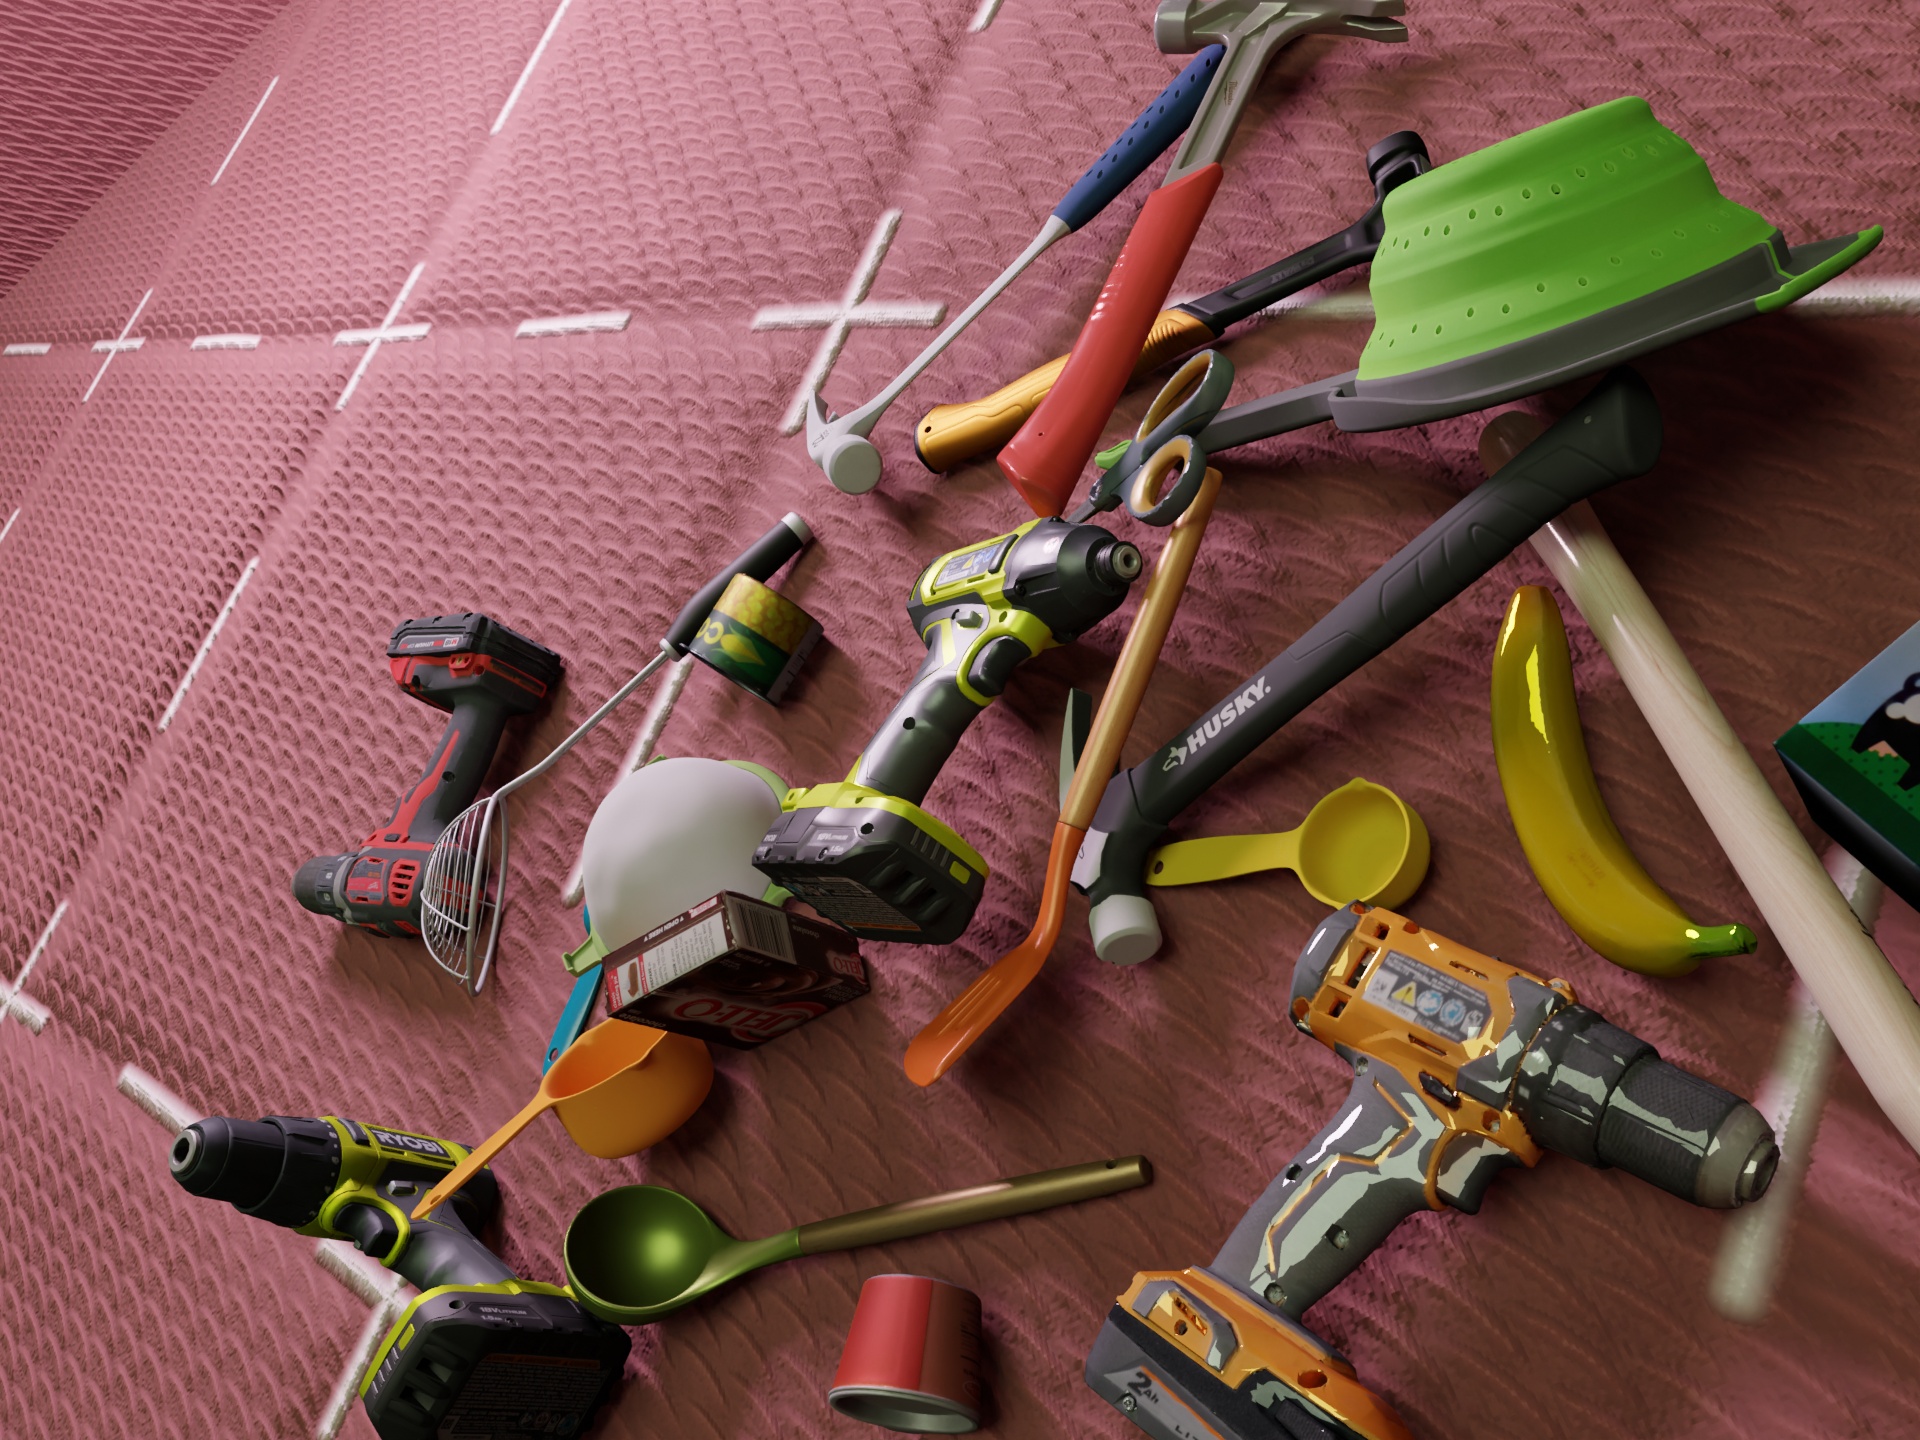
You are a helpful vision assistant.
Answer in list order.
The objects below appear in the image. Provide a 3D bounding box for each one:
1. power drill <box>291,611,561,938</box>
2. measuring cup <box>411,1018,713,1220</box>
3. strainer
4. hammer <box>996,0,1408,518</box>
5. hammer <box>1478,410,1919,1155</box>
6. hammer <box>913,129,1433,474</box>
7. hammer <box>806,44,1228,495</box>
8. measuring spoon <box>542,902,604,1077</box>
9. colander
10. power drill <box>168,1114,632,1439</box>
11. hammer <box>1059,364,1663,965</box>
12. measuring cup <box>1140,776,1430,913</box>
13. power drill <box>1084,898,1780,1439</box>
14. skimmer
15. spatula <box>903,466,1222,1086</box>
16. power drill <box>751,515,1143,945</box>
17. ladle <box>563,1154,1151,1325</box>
[{"bbox_3d":[-0.391,0.044,1.140,0.188,0.080,0.227,-2,67,38],"label":"power drill"},{"bbox_3d":[-0.208,0.222,0.852,0.173,0.052,0.095,-39,18,-27],"label":"measuring cup"},{"bbox_3d":[-0.128,0.075,0.903,0.256,0.069,0.152,-1,57,34],"label":"strainer"},{"bbox_3d":[0.119,-0.265,0.872,0.149,0.036,0.359,14,69,29],"label":"hammer"},{"bbox_3d":[0.278,0.014,0.586,0.038,0.146,0.411,-31,45,20],"label":"hammer"},{"bbox_3d":[0.115,-0.212,0.911,0.337,0.034,0.127,-20,53,29],"label":"hammer"},{"bbox_3d":[0.053,-0.305,0.998,0.405,0.035,0.144,-44,26,4],"label":"hammer"},{"bbox_3d":[-0.235,0.157,0.980,0.042,0.021,0.129,3,65,40],"label":"measuring spoon"},{"bbox_3d":[0.196,-0.195,0.743,0.204,0.094,0.397,-31,15,-36],"label":"colander"},{"bbox_3d":[-0.298,0.286,0.842,0.229,0.190,0.080,28,86,40],"label":"power drill"},{"bbox_3d":[0.162,-0.034,0.707,0.334,0.035,0.146,-43,39,32],"label":"hammer"},{"bbox_3d":[0.146,0.066,0.735,0.156,0.029,0.062,-13,59,47],"label":"measuring cup"},{"bbox_3d":[0.172,0.194,0.594,0.185,0.084,0.226,23,75,44],"label":"power drill"},{"bbox_3d":[-0.211,0.018,1.027,0.363,0.090,0.127,-45,5,-7],"label":"skimmer"},{"bbox_3d":[0.054,0.025,0.756,0.081,0.041,0.322,169,123,-80],"label":"spatula"},{"bbox_3d":[-0.001,-0.003,0.808,0.171,0.080,0.223,-9,48,58],"label":"power drill"},{"bbox_3d":[-0.059,0.239,0.770,0.320,0.062,0.078,-20,24,25],"label":"ladle"}]
